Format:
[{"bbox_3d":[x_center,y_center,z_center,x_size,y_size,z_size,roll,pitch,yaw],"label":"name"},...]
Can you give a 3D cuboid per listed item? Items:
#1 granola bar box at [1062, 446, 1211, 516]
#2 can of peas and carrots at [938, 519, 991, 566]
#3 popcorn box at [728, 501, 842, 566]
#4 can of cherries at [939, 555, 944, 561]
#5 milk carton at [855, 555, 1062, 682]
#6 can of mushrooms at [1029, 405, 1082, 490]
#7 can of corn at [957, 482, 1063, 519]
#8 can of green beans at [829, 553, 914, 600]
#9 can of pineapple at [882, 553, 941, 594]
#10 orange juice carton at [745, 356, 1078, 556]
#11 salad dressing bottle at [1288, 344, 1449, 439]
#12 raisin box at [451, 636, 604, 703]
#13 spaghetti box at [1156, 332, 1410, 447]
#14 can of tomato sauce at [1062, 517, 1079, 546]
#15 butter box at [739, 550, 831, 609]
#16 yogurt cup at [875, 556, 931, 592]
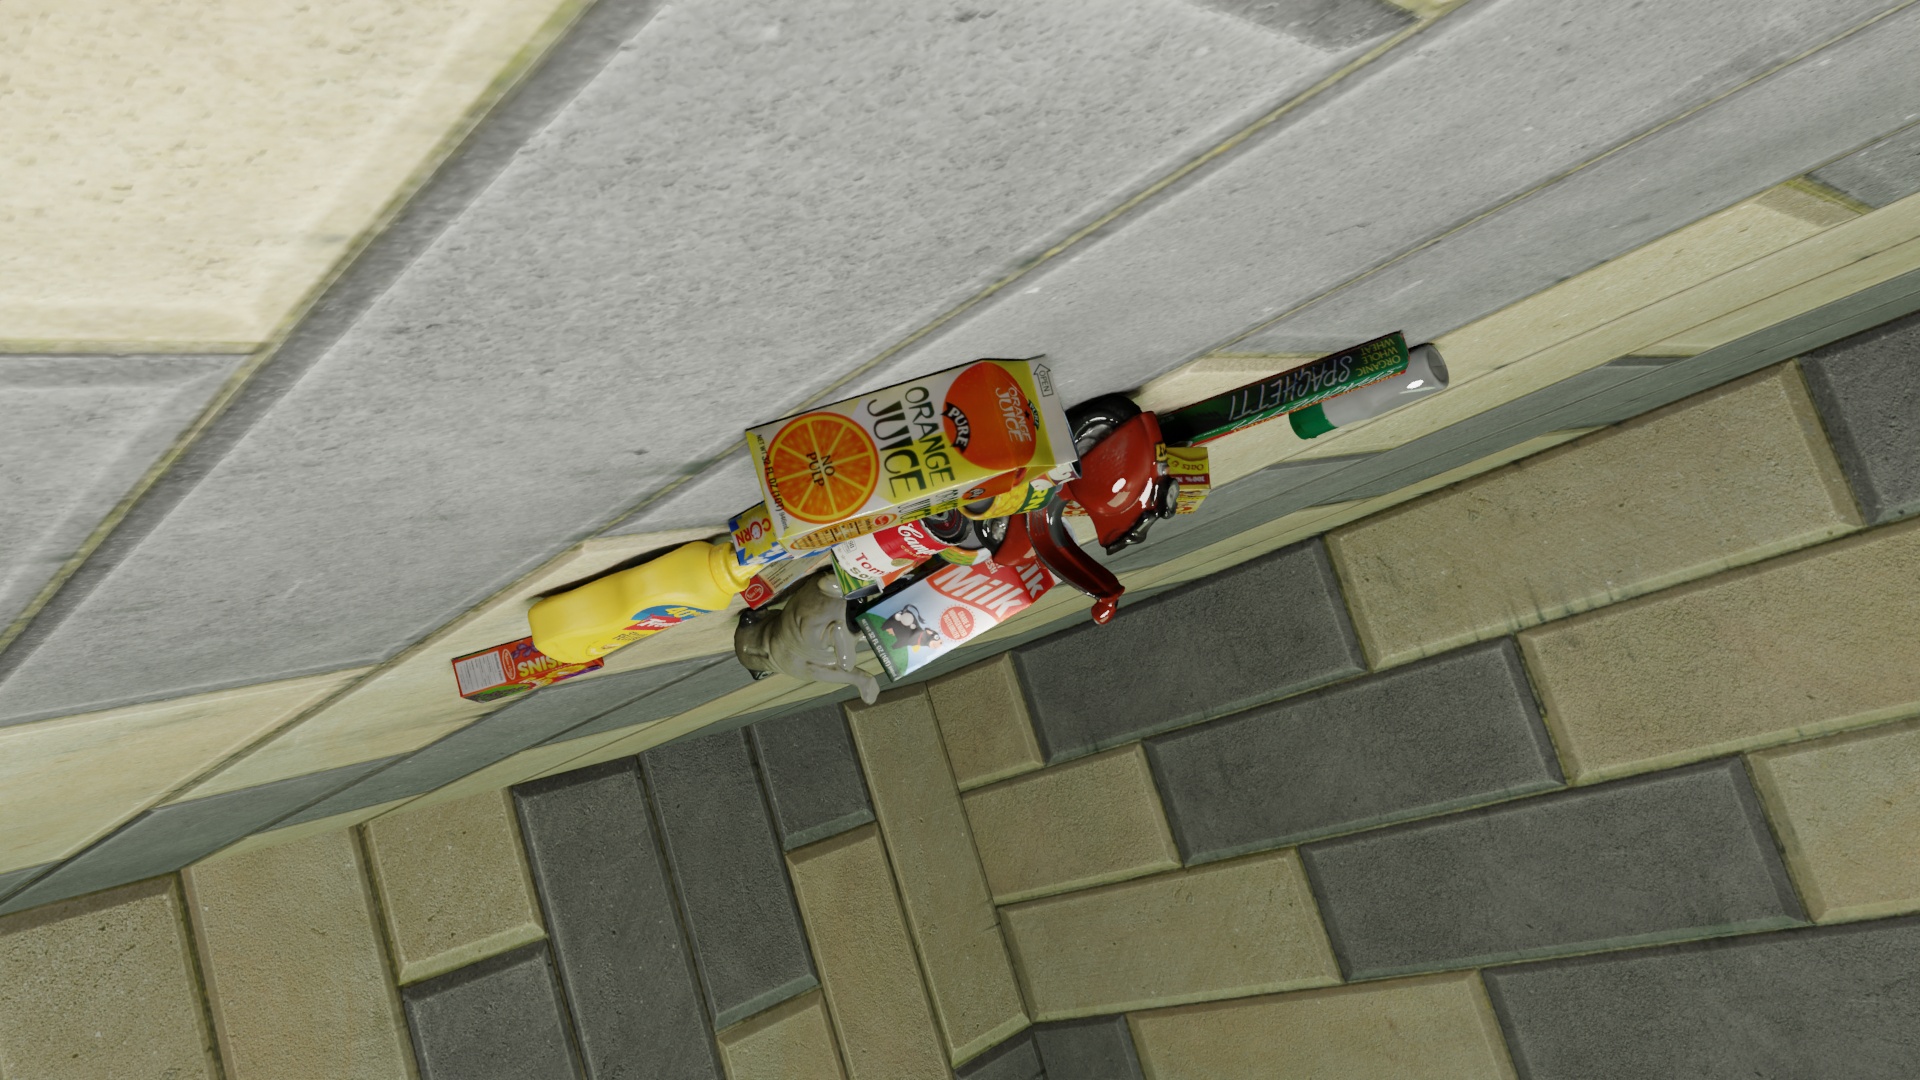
[{"bbox_3d":[0.123,-0.049,1.189,0.166,0.039,0.124,-1,172,3],"label":"granola bar box"},{"bbox_3d":[0.004,-0.015,1.228,0.071,0.071,0.058,-16,171,-8],"label":"can of peas and carrots"},{"bbox_3d":[-0.103,-0.021,1.052,0.126,0.038,0.085,-25,170,39],"label":"popcorn box"},{"bbox_3d":[-0.003,0.024,1.452,0.058,0.071,0.071,-23,170,36],"label":"can of cherries"},{"bbox_3d":[0.001,0.051,1.301,0.191,0.072,0.073,-29,-175,-1],"label":"milk carton"},{"bbox_3d":[0.058,-0.071,0.966,0.033,0.071,0.071,-18,172,14],"label":"can of mushrooms"},{"bbox_3d":[0.032,-0.050,1.033,0.058,0.071,0.071,-10,169,-38],"label":"can of corn"},{"bbox_3d":[-0.085,0.017,1.272,0.071,0.058,0.071,-17,172,-3],"label":"can of green beans"},{"bbox_3d":[-0.053,0.022,1.370,0.071,0.058,0.071,-17,171,-3],"label":"can of pineapple"},{"bbox_3d":[-0.028,-0.055,0.864,0.193,0.072,0.073,-17,172,-3],"label":"orange juice carton"},{"bbox_3d":[0.377,-0.135,1.293,0.147,0.044,0.064,-23,172,41],"label":"salad dressing bottle"},{"bbox_3d":[-0.409,0.118,1.322,0.123,0.040,0.086,-17,171,-9],"label":"raisin box"},{"bbox_3d":[0.261,-0.120,1.194,0.250,0.029,0.050,-19,171,11],"label":"spaghetti box"},{"bbox_3d":[0.083,0.011,1.560,0.083,0.071,0.071,-23,170,30],"label":"can of tomato sauce"},{"bbox_3d":[-0.133,0.015,1.153,0.104,0.024,0.053,-39,-176,-33],"label":"butter box"},{"bbox_3d":[-0.060,0.001,1.206,0.054,0.072,0.072,-25,172,-4],"label":"yogurt cup"}]
